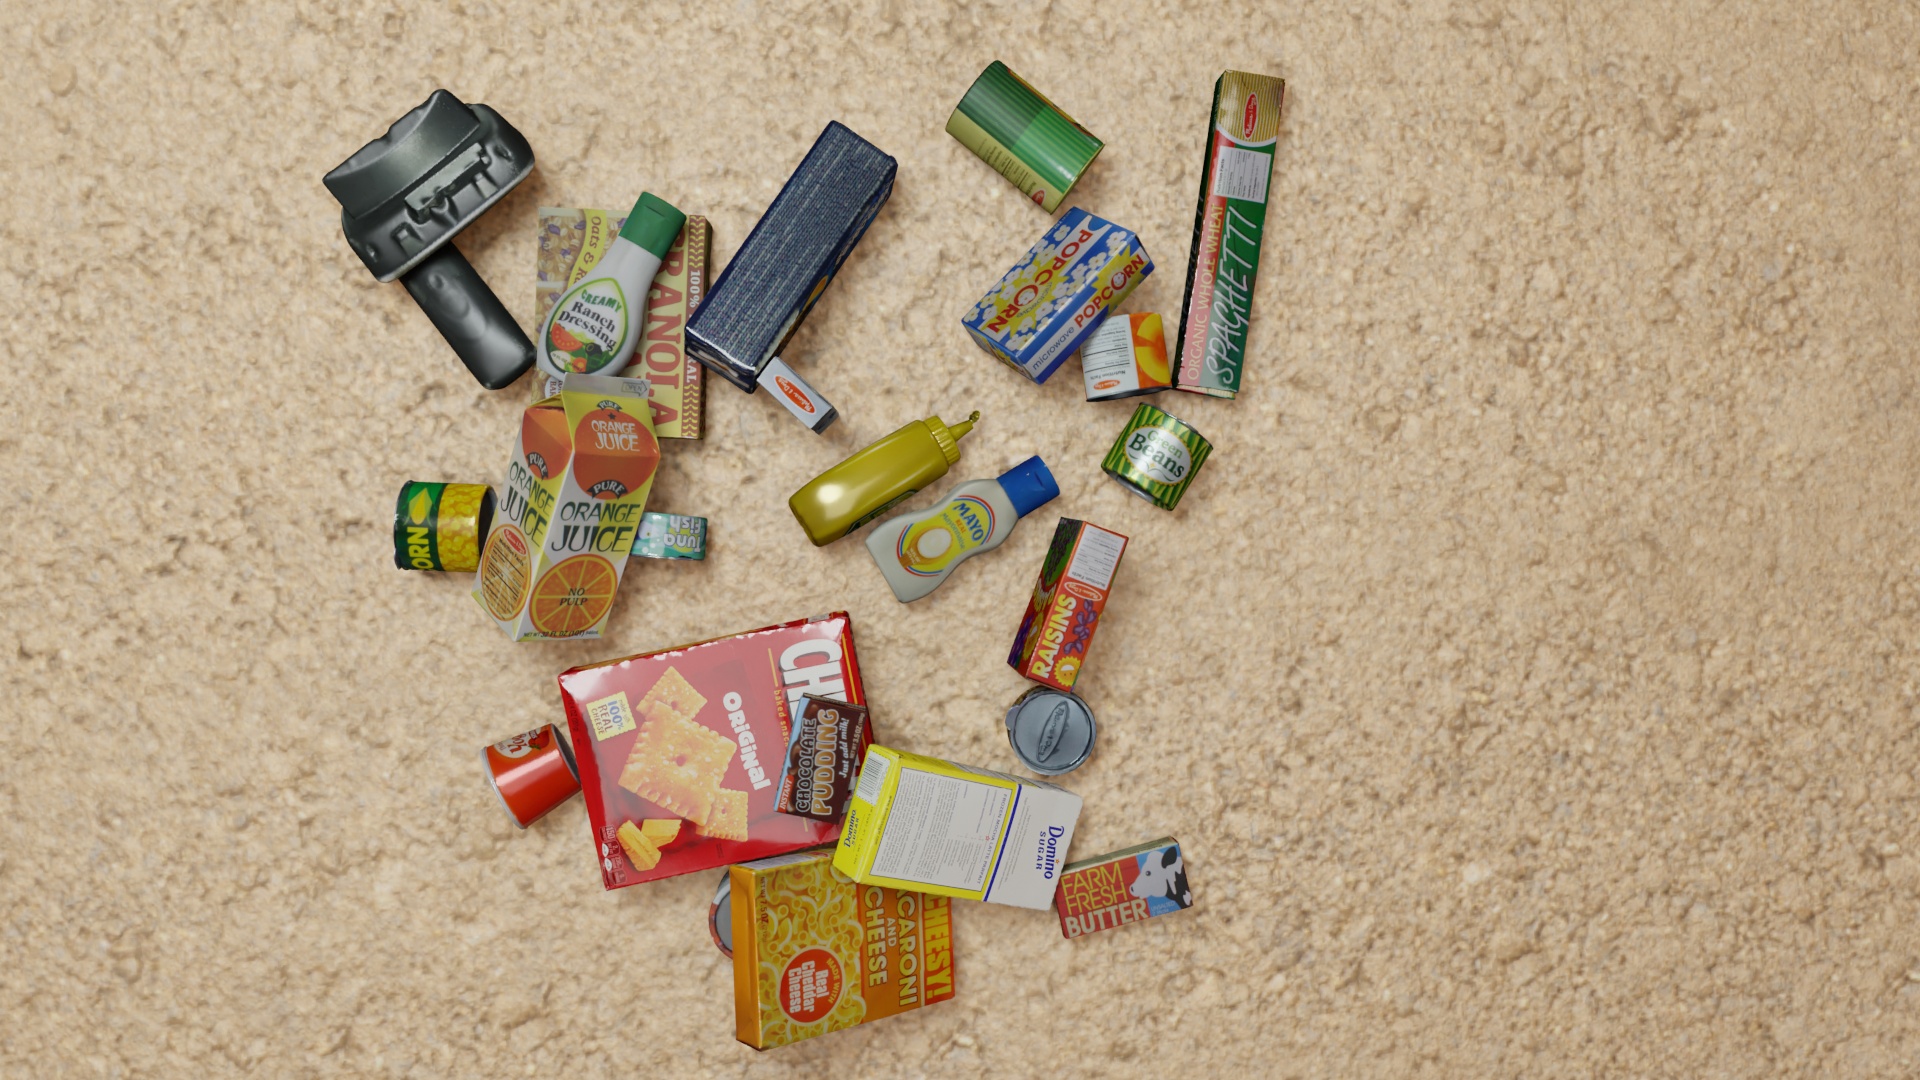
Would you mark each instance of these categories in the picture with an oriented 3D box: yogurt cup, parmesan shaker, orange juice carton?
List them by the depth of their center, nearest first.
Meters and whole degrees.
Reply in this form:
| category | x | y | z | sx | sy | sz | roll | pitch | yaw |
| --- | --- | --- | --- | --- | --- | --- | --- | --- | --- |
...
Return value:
| category | x | y | z | sx | sy | sz | roll | pitch | yaw |
| --- | --- | --- | --- | --- | --- | --- | --- | --- | --- |
| orange juice carton | -0.274 | -0.028 | 0.979 | 0.073 | 0.072 | 0.192 | 35 | 111 | 37 |
| yogurt cup | -0.313 | 0.171 | 1.023 | 0.054 | 0.072 | 0.072 | -27 | 93 | -11 |
| parmesan shaker | 0.049 | -0.303 | 1.040 | 0.103 | 0.071 | 0.071 | 38 | 88 | -4 |

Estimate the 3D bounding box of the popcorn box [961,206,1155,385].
| category | x | y | z | sx | sy | sz | roll | pitch | yaw |
| --- | --- | --- | --- | --- | --- | --- | --- | --- | --- |
| popcorn box | 0.071 | -0.183 | 1.034 | 0.127 | 0.085 | 0.038 | -46 | 129 | -2 |

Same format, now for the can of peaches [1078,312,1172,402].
| category | x | y | z | sx | sy | sz | roll | pitch | yaw |
| --- | --- | --- | --- | --- | --- | --- | --- | --- | --- |
| can of peaches | 0.124 | -0.138 | 1.052 | 0.071 | 0.071 | 0.058 | -9 | 91 | -4 |

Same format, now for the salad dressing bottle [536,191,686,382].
| category | x | y | z | sx | sy | sz | roll | pitch | yaw |
| --- | --- | --- | --- | --- | --- | --- | --- | --- | --- |
| salad dressing bottle | -0.247 | -0.177 | 0.993 | 0.064 | 0.044 | 0.147 | 29 | 88 | -2 |

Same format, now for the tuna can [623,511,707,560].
| category | x | y | z | sx | sy | sz | roll | pitch | yaw |
| --- | --- | --- | --- | --- | --- | --- | --- | --- | --- |
| tuna can | -0.219 | -0.004 | 1.024 | 0.071 | 0.071 | 0.033 | 6 | 90 | -4 |

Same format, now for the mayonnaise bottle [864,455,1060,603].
| category | x | y | z | sx | sy | sz | roll | pitch | yaw |
| --- | --- | --- | --- | --- | --- | --- | --- | --- | --- |
| mayonnaise bottle | 0.004 | -0.013 | 1.054 | 0.148 | 0.041 | 0.064 | -31 | 91 | -3 |

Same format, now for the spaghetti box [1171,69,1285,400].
| category | x | y | z | sx | sy | sz | roll | pitch | yaw |
| --- | --- | --- | --- | --- | --- | --- | --- | --- | --- |
| spaghetti box | 0.206 | -0.234 | 1.073 | 0.050 | 0.028 | 0.250 | 9 | 90 | -4 |

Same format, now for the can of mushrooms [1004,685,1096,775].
| category | x | y | z | sx | sy | sz | roll | pitch | yaw |
| --- | --- | --- | --- | --- | --- | --- | --- | --- | --- |
| can of mushrooms | 0.067 | 0.143 | 1.064 | 0.071 | 0.033 | 0.071 | 0 | 91 | -4 |

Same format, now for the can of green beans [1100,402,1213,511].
| category | x | y | z | sx | sy | sz | roll | pitch | yaw |
| --- | --- | --- | --- | --- | --- | --- | --- | --- | --- |
| can of green beans | 0.148 | -0.063 | 1.052 | 0.071 | 0.071 | 0.058 | 33 | 89 | -4 |

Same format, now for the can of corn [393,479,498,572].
| category | x | y | z | sx | sy | sz | roll | pitch | yaw |
| --- | --- | --- | --- | --- | --- | --- | --- | --- | --- |
| can of corn | -0.374 | -0.008 | 1.013 | 0.058 | 0.071 | 0.071 | 3 | 91 | -5 |

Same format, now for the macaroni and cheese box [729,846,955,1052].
| category | x | y | z | sx | sy | sz | roll | pitch | yaw |
| --- | --- | --- | --- | --- | --- | --- | --- | --- | --- |
| macaroni and cheese box | -0.084 | 0.286 | 1.010 | 0.167 | 0.040 | 0.123 | -1 | 88 | -37 |

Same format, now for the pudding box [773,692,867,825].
| category | x | y | z | sx | sy | sz | roll | pitch | yaw |
| --- | --- | --- | --- | --- | --- | --- | --- | --- | --- |
| pudding box | -0.099 | 0.154 | 0.984 | 0.050 | 0.030 | 0.083 | 14 | 88 | -5 |

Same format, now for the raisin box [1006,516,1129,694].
| category | x | y | z | sx | sy | sz | roll | pitch | yaw |
| --- | --- | --- | --- | --- | --- | --- | --- | --- | --- |
| raisin box | 0.079 | 0.047 | 1.038 | 0.040 | 0.086 | 0.123 | 21 | 89 | -9 |

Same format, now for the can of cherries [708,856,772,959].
| category | x | y | z | sx | sy | sz | roll | pitch | yaw |
| --- | --- | --- | --- | --- | --- | --- | --- | --- | --- |
| can of cherries | -0.151 | 0.278 | 1.037 | 0.071 | 0.058 | 0.071 | 0 | 90 | -4 |

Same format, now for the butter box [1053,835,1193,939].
| category | x | y | z | sx | sy | sz | roll | pitch | yaw |
| --- | --- | --- | --- | --- | --- | --- | --- | --- | --- |
| butter box | 0.123 | 0.268 | 1.074 | 0.103 | 0.024 | 0.053 | -14 | 91 | -4 |

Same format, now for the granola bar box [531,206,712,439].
| category | x | y | z | sx | sy | sz | roll | pitch | yaw |
| --- | --- | --- | --- | --- | --- | --- | --- | --- | --- |
| granola bar box | -0.251 | -0.160 | 1.036 | 0.124 | 0.039 | 0.165 | 2 | 90 | -4 |

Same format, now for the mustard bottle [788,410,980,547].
| category | x | y | z | sx | sy | sz | roll | pitch | yaw |
| --- | --- | --- | --- | --- | --- | --- | --- | --- | --- |
| mustard bottle | -0.051 | -0.053 | 1.040 | 0.160 | 0.065 | 0.049 | -31 | 89 | -7 |

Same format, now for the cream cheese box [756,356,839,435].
| category | x | y | z | sx | sy | sz | roll | pitch | yaw |
| --- | --- | --- | --- | --- | --- | --- | --- | --- | --- |
| cream cheese box | -0.117 | -0.104 | 1.014 | 0.053 | 0.104 | 0.024 | 43 | 90 | -3 |
